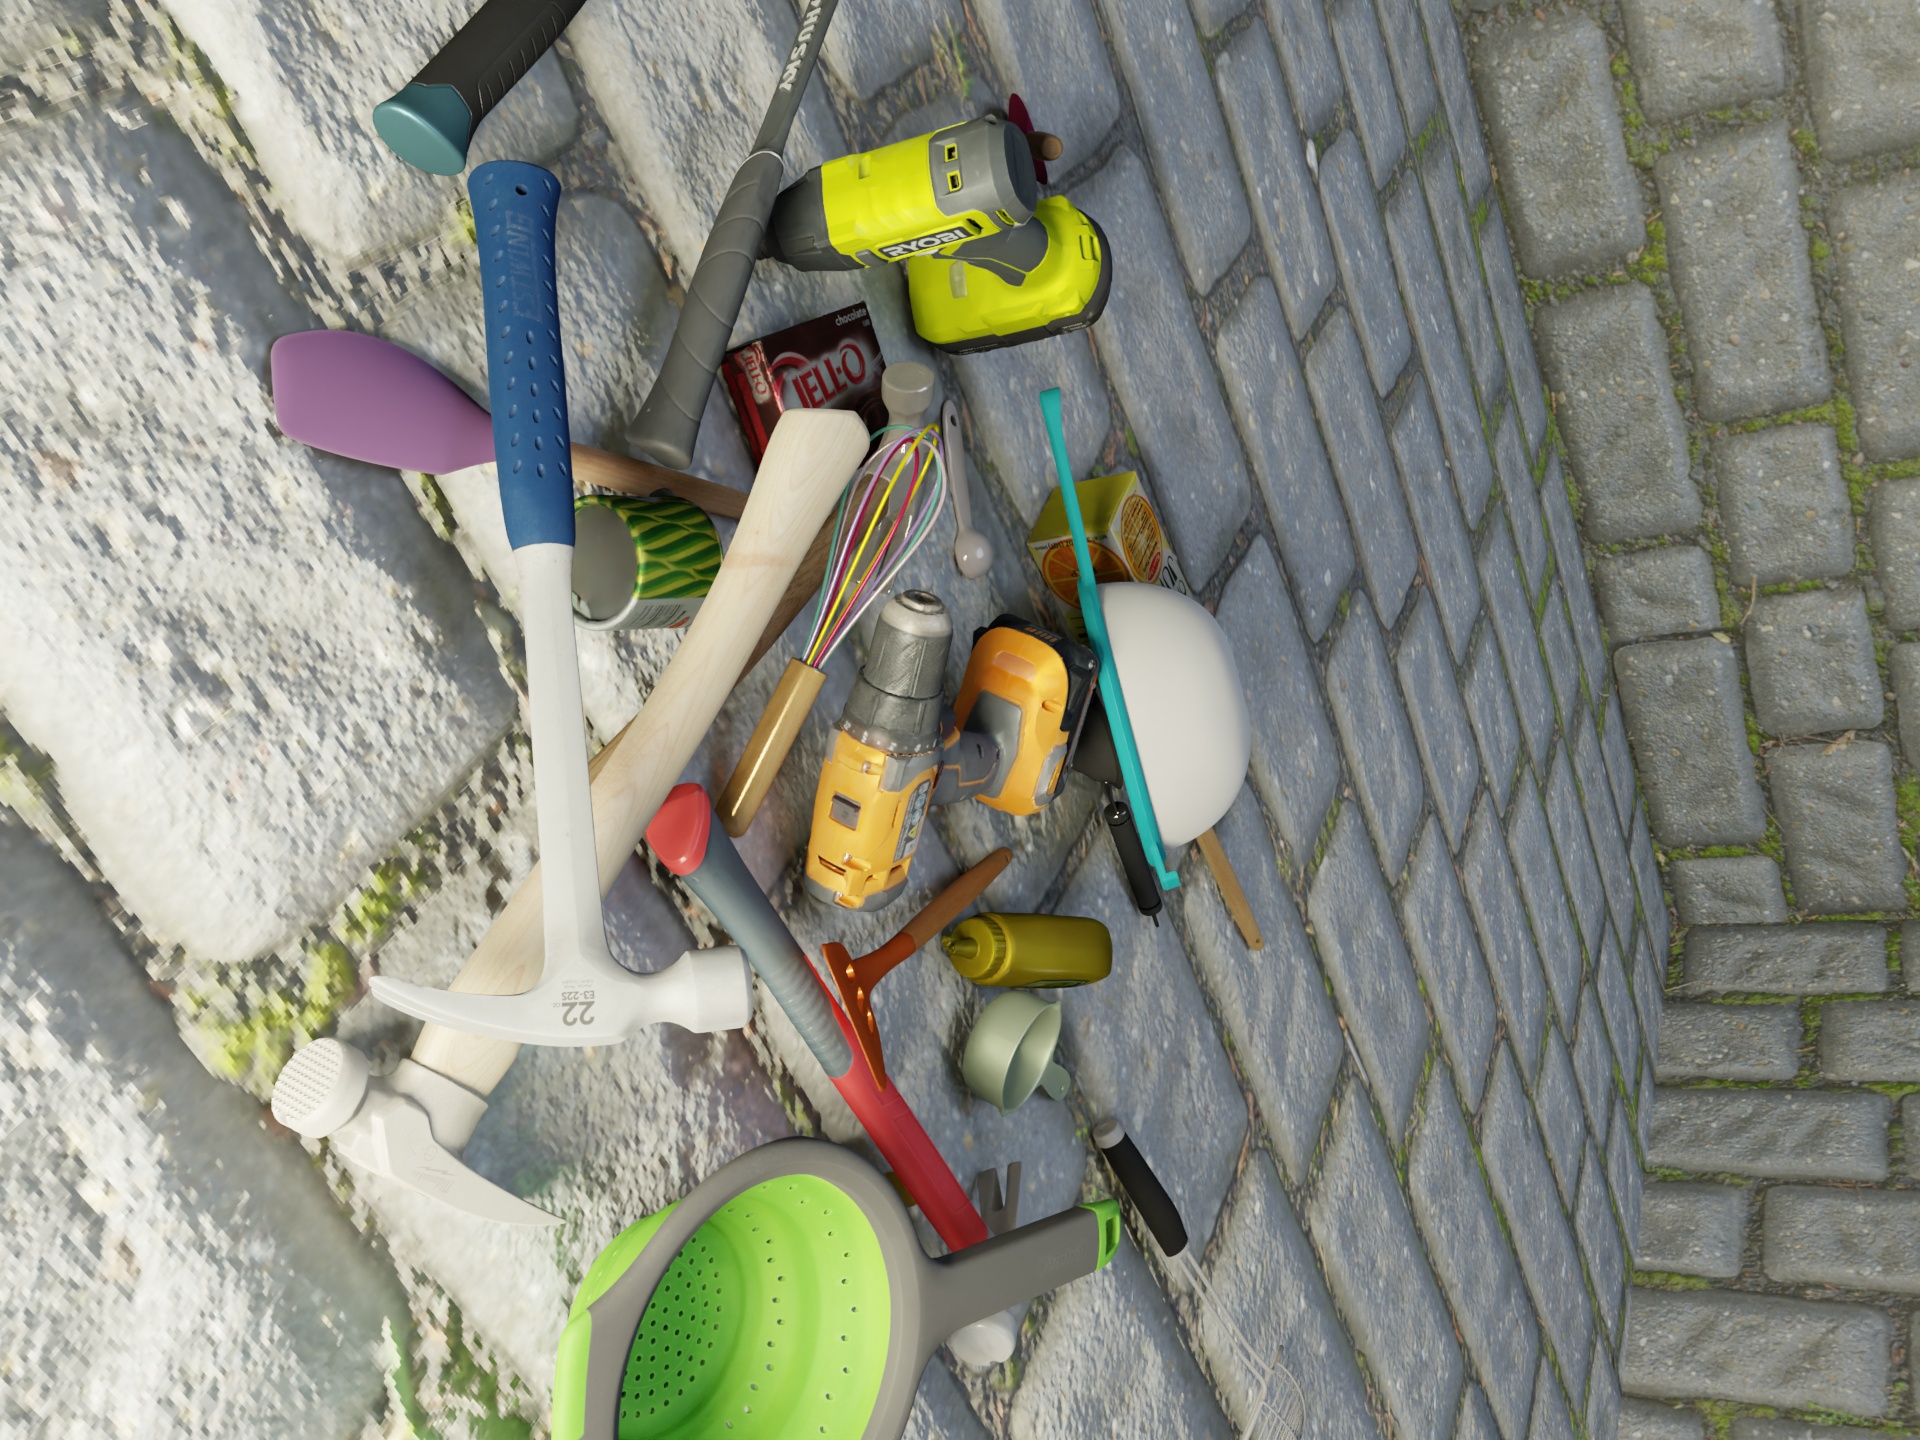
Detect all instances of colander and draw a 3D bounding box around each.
[{"bbox_3d":[-0.062,0.293,0.803,0.397,0.094,0.204,1,89,-50],"label":"colander"}]

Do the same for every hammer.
[{"bbox_3d":[-0.059,0.184,0.898,0.386,0.038,0.143,61,19,-24],"label":"hammer"},{"bbox_3d":[-0.140,0.025,0.734,0.146,0.038,0.411,50,59,-43],"label":"hammer"},{"bbox_3d":[-0.103,-0.059,0.860,0.331,0.031,0.130,-54,159,-38],"label":"hammer"},{"bbox_3d":[-0.184,-0.063,0.681,0.144,0.035,0.406,-3,70,-19],"label":"hammer"},{"bbox_3d":[-0.099,-0.312,0.863,0.036,0.149,0.409,35,60,-42],"label":"hammer"},{"bbox_3d":[-0.196,-0.379,0.804,0.128,0.033,0.331,55,42,-38],"label":"hammer"}]

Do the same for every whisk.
[{"bbox_3d":[-0.072,-0.049,0.842,0.051,0.047,0.245,27,92,-21],"label":"whisk"}]

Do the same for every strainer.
[{"bbox_3d":[0.115,0.066,1.203,0.087,0.050,0.258,-121,-174,-57],"label":"strainer"},{"bbox_3d":[0.135,-0.069,1.095,0.211,0.095,0.340,-82,158,-73],"label":"strainer"}]

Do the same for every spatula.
[{"bbox_3d":[-0.193,-0.130,0.778,0.315,0.018,0.060,8,71,-56],"label":"spatula"},{"bbox_3d":[-0.016,0.123,0.939,0.081,0.041,0.322,68,23,-4],"label":"spatula"}]

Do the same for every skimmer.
[{"bbox_3d":[0.172,0.454,1.234,0.363,0.090,0.127,59,42,-17],"label":"skimmer"}]

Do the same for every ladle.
[{"bbox_3d":[0.213,0.100,1.338,0.078,0.062,0.319,-38,128,-10],"label":"ladle"}]

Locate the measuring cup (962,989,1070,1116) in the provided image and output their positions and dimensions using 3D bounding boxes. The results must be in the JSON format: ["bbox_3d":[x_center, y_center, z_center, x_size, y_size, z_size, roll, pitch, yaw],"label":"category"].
[{"bbox_3d":[0.042,0.229,1.070,0.083,0.038,0.167,-62,156,-14],"label":"measuring cup"}]

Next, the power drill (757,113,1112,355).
[{"bbox_3d":[-0.011,-0.290,0.970,0.223,0.171,0.080,0,83,-66],"label":"power drill"}]

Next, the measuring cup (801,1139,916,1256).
[{"bbox_3d":[-0.062,0.273,0.910,0.156,0.029,0.062,32,43,-65],"label":"measuring cup"}]

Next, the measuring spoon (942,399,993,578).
[{"bbox_3d":[0.005,-0.160,1.093,0.034,0.018,0.124,-12,94,-57],"label":"measuring spoon"}]

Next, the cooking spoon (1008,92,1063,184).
[{"bbox_3d":[0.049,-0.390,1.075,0.319,0.017,0.068,-94,163,-69],"label":"cooking spoon"}]

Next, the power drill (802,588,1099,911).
[{"bbox_3d":[-0.002,-0.003,0.945,0.226,0.084,0.185,-25,135,-55],"label":"power drill"}]
